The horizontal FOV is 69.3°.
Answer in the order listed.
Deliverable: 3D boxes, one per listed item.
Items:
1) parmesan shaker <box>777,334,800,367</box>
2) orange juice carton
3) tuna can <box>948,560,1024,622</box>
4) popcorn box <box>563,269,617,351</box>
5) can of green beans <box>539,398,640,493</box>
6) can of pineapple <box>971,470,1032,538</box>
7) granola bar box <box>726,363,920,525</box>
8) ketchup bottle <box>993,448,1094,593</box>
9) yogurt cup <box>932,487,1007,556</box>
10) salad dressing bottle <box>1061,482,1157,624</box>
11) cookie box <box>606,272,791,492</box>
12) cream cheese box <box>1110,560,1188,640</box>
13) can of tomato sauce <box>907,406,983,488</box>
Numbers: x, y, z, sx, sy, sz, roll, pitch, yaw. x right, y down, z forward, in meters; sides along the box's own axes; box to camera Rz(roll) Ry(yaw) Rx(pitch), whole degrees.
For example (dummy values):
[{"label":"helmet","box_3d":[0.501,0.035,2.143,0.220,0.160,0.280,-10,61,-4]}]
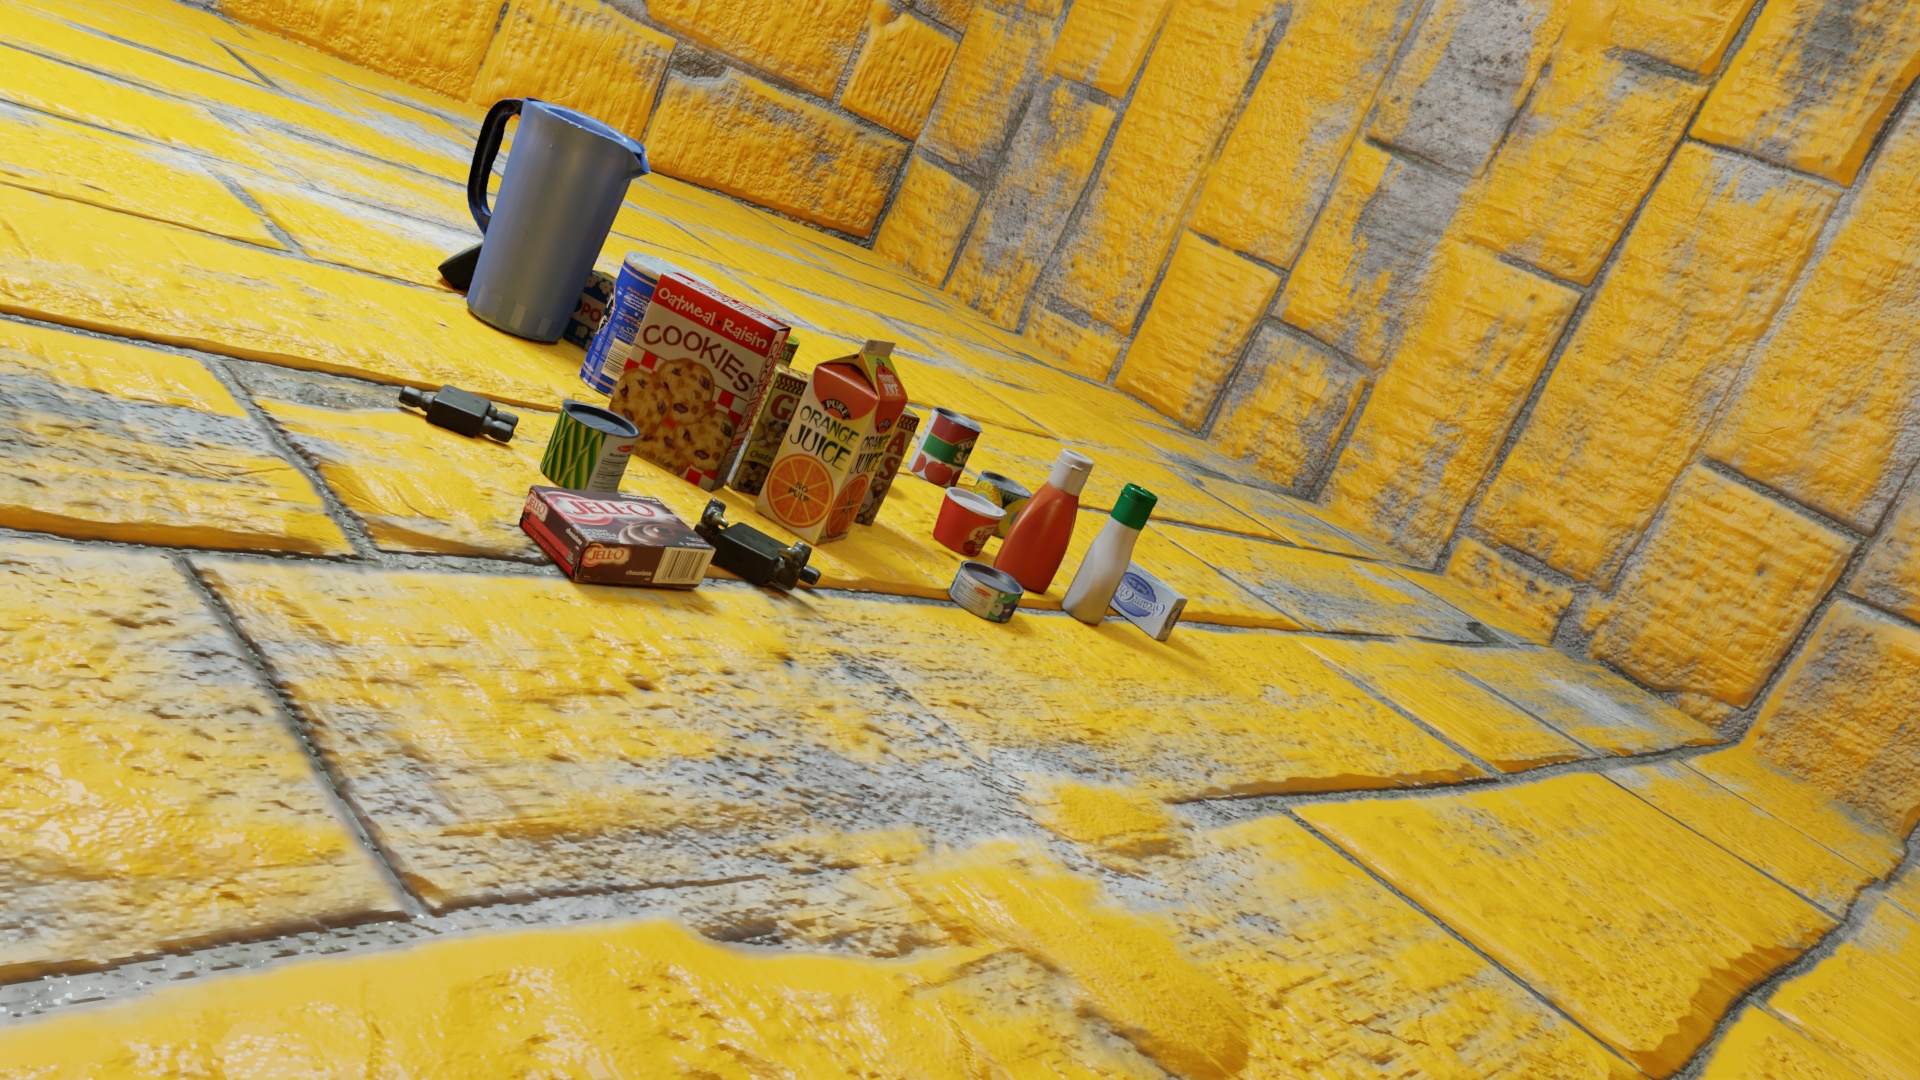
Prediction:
[{"label":"parmesan shaker","box_3d":[-0.234,-0.195,1.607,0.071,0.102,0.071,24,14,-6]},{"label":"orange juice carton","box_3d":[-0.111,-0.098,1.288,0.073,0.192,0.072,29,14,15]},{"label":"tuna can","box_3d":[0.025,0.048,1.318,0.071,0.032,0.071,24,14,-6]},{"label":"popcorn box","box_3d":[-0.378,-0.240,1.564,0.127,0.085,0.038,29,14,16]},{"label":"can of green beans","box_3d":[-0.306,-0.075,1.148,0.071,0.057,0.071,24,14,-6]},{"label":"can of pineapple","box_3d":[0.041,-0.042,1.617,0.071,0.057,0.071,24,14,-6]},{"label":"granola bar box","box_3d":[-0.137,-0.093,1.364,0.165,0.124,0.039,15,17,-35]},{"label":"ketchup bottle","box_3d":[0.091,-0.022,1.445,0.065,0.148,0.044,23,14,-10]},{"label":"yogurt cup","box_3d":[0.005,-0.019,1.481,0.072,0.053,0.072,24,14,-6]},{"label":"salad dressing bottle","box_3d":[0.155,0.013,1.429,0.044,0.147,0.064,23,14,-10]},{"label":"cookie box","box_3d":[-0.246,-0.147,1.285,0.123,0.167,0.040,27,14,6]},{"label":"cream cheese box","box_3d":[0.195,0.061,1.518,0.024,0.053,0.104,10,21,-47]},{"label":"can of tomato sauce","box_3d":[-0.018,-0.114,1.726,0.071,0.083,0.071,24,14,-6]}]
